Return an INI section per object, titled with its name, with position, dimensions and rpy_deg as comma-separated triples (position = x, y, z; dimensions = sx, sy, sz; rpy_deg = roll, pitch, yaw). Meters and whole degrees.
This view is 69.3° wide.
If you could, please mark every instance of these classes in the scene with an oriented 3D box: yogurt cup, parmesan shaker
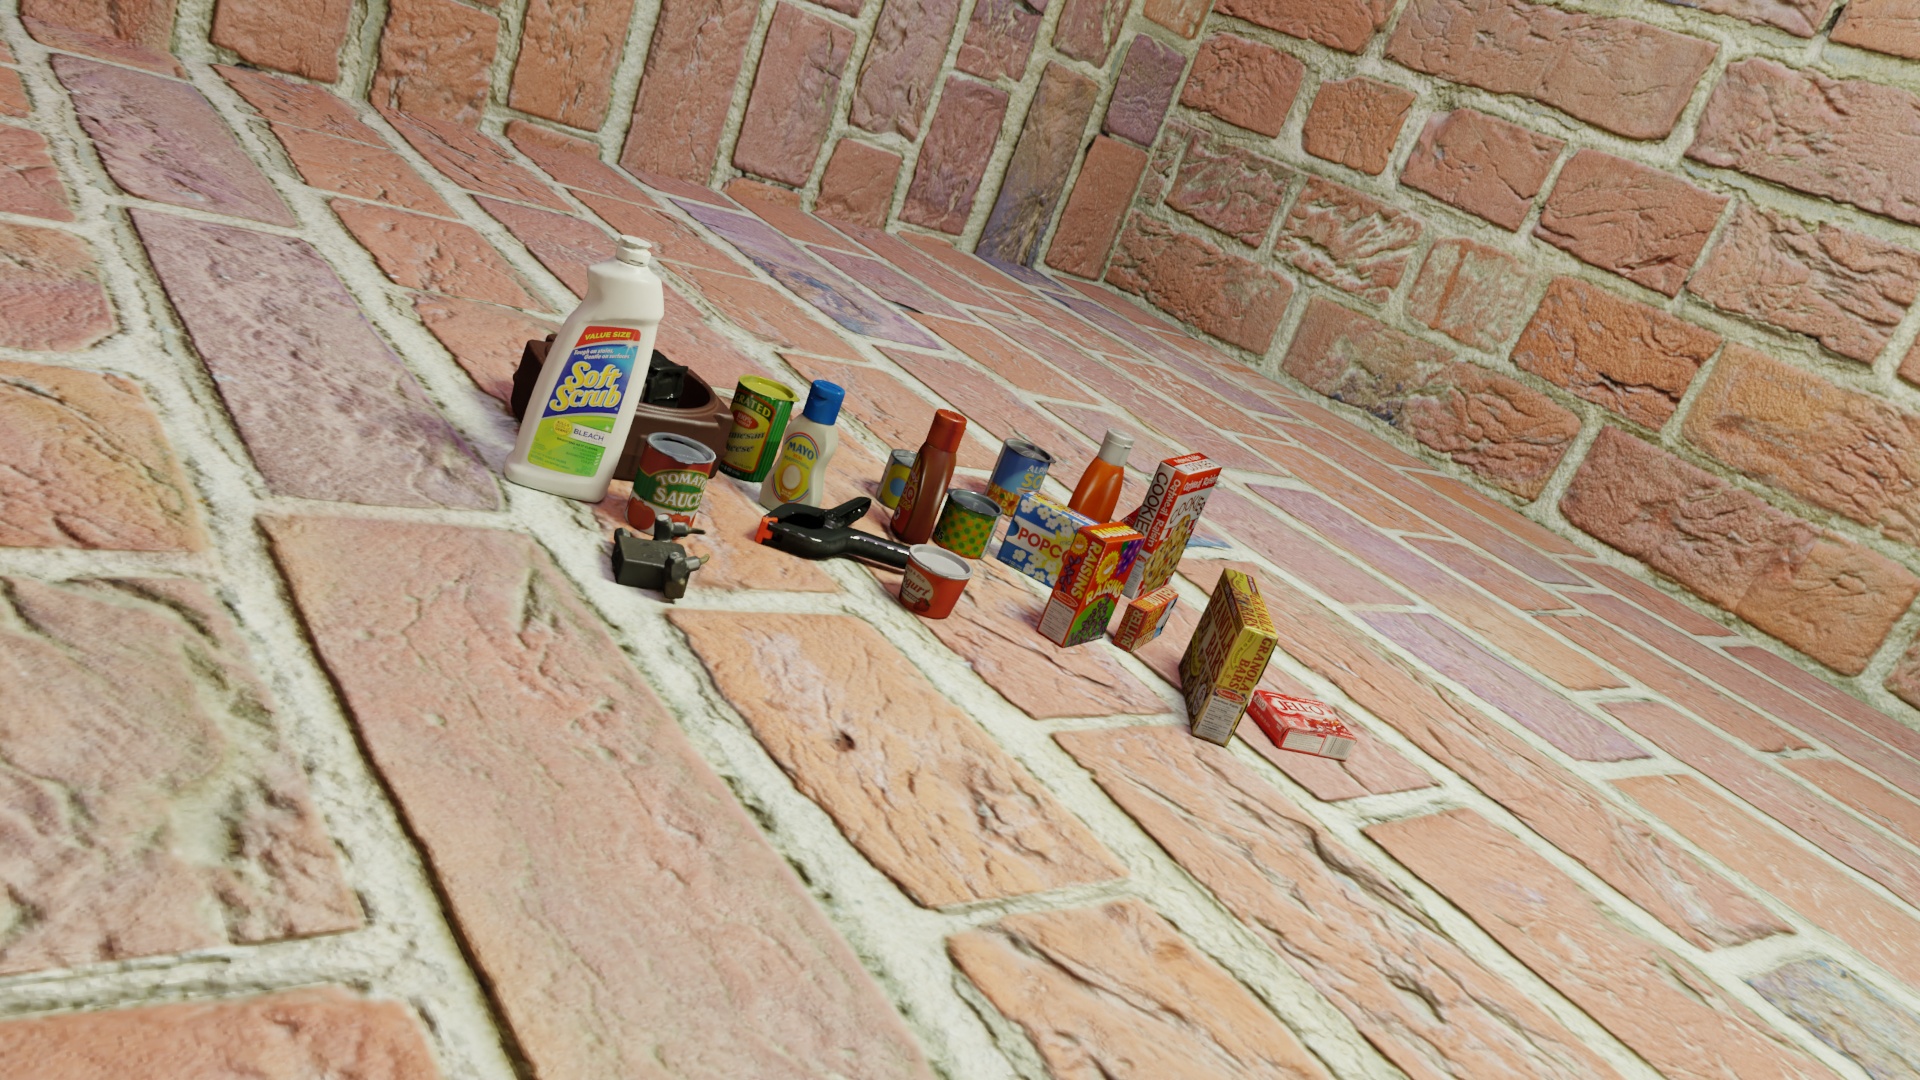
[yogurt cup]
position = -0.027, 0.042, 1.379
dimensions = 0.072, 0.053, 0.072
rpy_deg = 19, 19, -7
[parmesan shaker]
position = -0.226, -0.122, 1.539
dimensions = 0.071, 0.102, 0.071
rpy_deg = 19, 19, -7

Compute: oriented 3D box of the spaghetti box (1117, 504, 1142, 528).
[spaghetti box]
position = 0.200, 0.003, 1.734
dimensions = 0.029, 0.050, 0.251
rpy_deg = 26, 19, 14

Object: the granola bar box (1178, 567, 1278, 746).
[granola bar box]
position = 0.265, 0.113, 1.388
dimensions = 0.039, 0.123, 0.166
rpy_deg = 20, 19, -3

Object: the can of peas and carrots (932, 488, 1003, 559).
[can of peas and carrots]
position = 0.006, -0.020, 1.574
dimensions = 0.071, 0.058, 0.071
rpy_deg = 19, 19, -7

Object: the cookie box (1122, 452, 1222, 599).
[cookie box]
position = 0.245, -0.020, 1.662
dimensions = 0.040, 0.166, 0.123
rpy_deg = 29, 20, 23

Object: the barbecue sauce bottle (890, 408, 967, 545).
[barbecue sauce bottle]
position = -0.034, -0.071, 1.536
dimensions = 0.044, 0.148, 0.065
rpy_deg = 14, 20, -21

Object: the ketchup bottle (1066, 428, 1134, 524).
[ketchup bottle]
position = 0.175, -0.067, 1.744
dimensions = 0.065, 0.148, 0.043
rpy_deg = 5, 25, -41

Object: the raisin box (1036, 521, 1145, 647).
[raisin box]
position = 0.135, 0.044, 1.438
dimensions = 0.040, 0.123, 0.086
rpy_deg = 32, 21, 30

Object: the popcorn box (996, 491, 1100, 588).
[popcorn box]
position = 0.115, 0.009, 1.572
dimensions = 0.127, 0.085, 0.038
rpy_deg = 28, 19, 19

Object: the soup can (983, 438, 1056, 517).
[soup can]
position = 0.074, -0.078, 1.766
dimensions = 0.071, 0.083, 0.071
rpy_deg = 19, 19, -7

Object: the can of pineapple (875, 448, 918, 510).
[can of pineapple]
position = -0.059, -0.068, 1.638
dimensions = 0.071, 0.057, 0.071
rpy_deg = 19, 19, -7

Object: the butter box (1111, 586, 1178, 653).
[butter box]
position = 0.201, 0.085, 1.507
dimensions = 0.024, 0.053, 0.104
rpy_deg = 29, 20, 21

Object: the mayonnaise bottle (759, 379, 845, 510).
[mayonnaise bottle]
position = -0.162, -0.096, 1.466
dimensions = 0.065, 0.147, 0.041
rpy_deg = 25, 19, 12

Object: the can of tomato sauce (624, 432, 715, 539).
[can of tomato sauce]
position = -0.277, -0.051, 1.322
dimensions = 0.071, 0.082, 0.071
rpy_deg = 19, 19, -7
